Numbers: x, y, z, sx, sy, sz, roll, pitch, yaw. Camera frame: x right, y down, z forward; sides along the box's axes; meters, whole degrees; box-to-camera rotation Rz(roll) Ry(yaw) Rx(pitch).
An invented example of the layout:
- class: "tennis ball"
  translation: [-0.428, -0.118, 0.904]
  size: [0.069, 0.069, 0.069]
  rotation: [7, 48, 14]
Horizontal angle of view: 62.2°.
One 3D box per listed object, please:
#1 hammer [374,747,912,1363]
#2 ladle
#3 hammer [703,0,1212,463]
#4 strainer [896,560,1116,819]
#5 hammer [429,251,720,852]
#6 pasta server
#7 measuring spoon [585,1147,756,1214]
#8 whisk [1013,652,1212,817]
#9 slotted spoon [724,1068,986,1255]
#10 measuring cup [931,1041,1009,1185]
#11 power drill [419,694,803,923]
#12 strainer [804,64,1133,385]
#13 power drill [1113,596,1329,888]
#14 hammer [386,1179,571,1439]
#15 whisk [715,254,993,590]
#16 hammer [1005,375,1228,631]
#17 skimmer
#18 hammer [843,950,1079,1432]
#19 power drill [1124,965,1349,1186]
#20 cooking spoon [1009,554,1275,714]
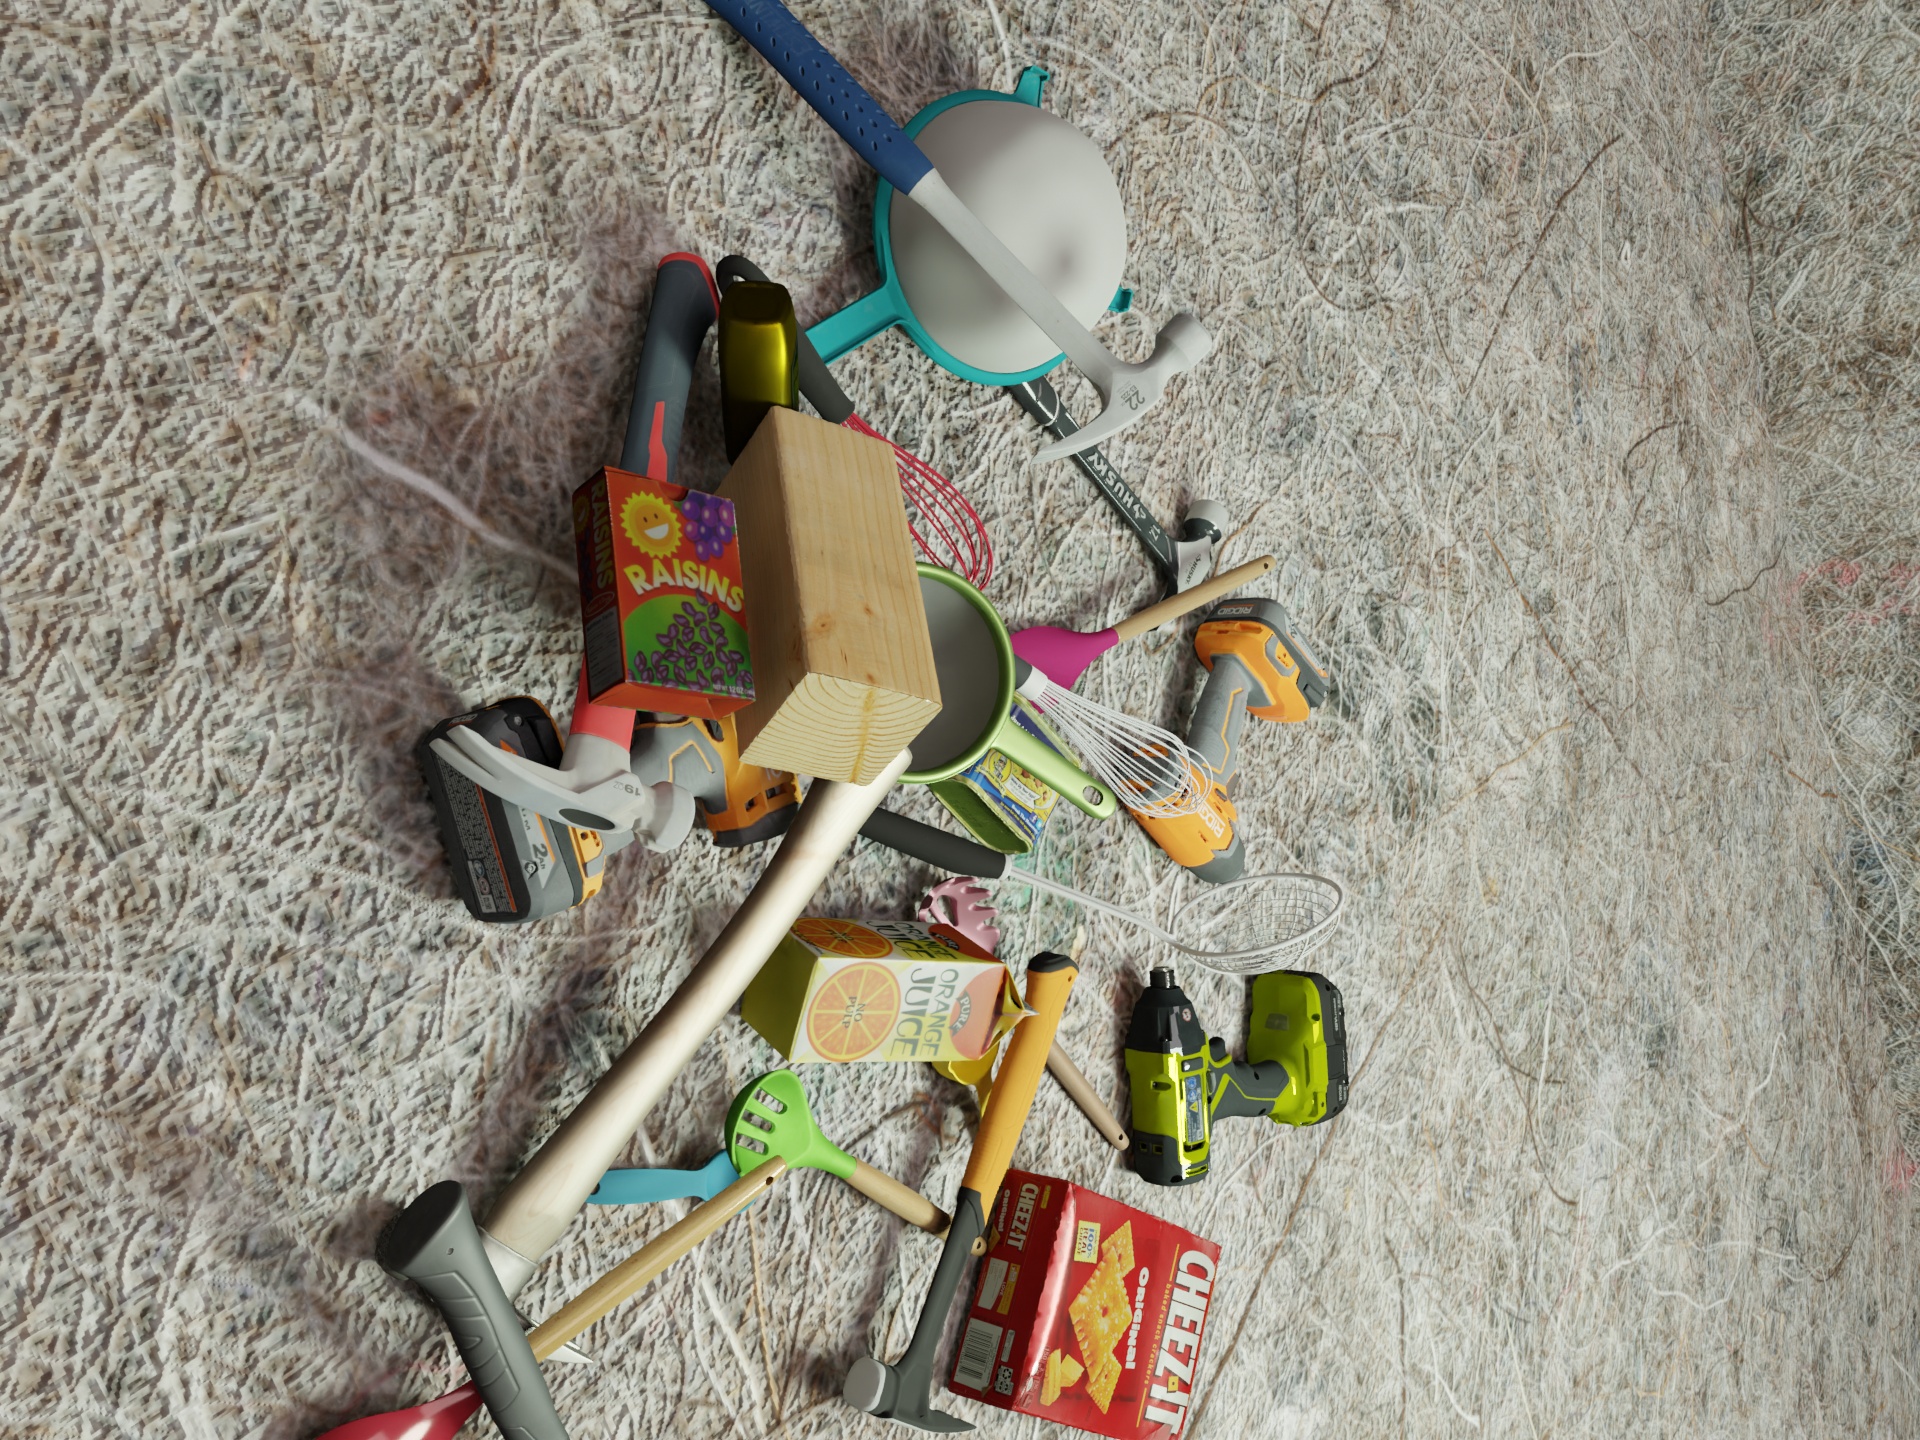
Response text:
- class: "hammer"
  translation: [-0.153, 0.177, 0.941]
  size: [0.411, 0.038, 0.146]
  rotation: [-53, 124, -18]
- class: "ladle"
  translation: [-0.223, 0.337, 0.877]
  size: [0.315, 0.031, 0.069]
  rotation: [-32, 121, -29]
- class: "hammer"
  translation: [-0.022, -0.345, 1.052]
  size: [0.405, 0.035, 0.144]
  rotation: [45, 84, -2]
- class: "strainer"
  translation: [-0.002, -0.004, 1.111]
  size: [0.256, 0.069, 0.151]
  rotation: [35, 75, -20]
- class: "hammer"
  translation: [-0.197, -0.124, 0.911]
  size: [0.143, 0.038, 0.387]
  rotation: [27, 54, -38]
- class: "pasta server"
  translation: [0.055, 0.230, 1.202]
  size: [0.060, 0.040, 0.316]
  rotation: [-48, 121, -22]
- class: "measuring spoon"
  translation: [-0.183, 0.285, 0.982]
  size: [0.128, 0.021, 0.042]
  rotation: [9, 80, -35]
- class: "whisk"
  translation: [0.076, -0.010, 1.199]
  size: [0.284, 0.070, 0.070]
  rotation: [35, 63, -19]
- class: "slotted spoon"
  translation: [-0.063, 0.307, 1.057]
  size: [0.313, 0.031, 0.070]
  rotation: [46, 61, -45]
- class: "measuring cup"
  translation: [0.010, 0.276, 1.169]
  size: [0.062, 0.029, 0.156]
  rotation: [-34, 122, -42]
- class: "power drill"
  translation: [-0.199, 0.006, 0.941]
  size: [0.226, 0.084, 0.185]
  rotation: [-22, 100, -47]
- class: "strainer"
  translation: [0.004, -0.315, 1.111]
  size: [0.340, 0.095, 0.210]
  rotation: [-38, 116, -27]
- class: "power drill"
  translation: [0.232, 0.025, 1.364]
  size: [0.164, 0.084, 0.226]
  rotation: [48, 61, -32]
- class: "hammer"
  translation: [-0.223, 0.374, 0.848]
  size: [0.146, 0.035, 0.334]
  rotation: [-31, 124, -31]
- class: "whisk"
  translation: [-0.069, -0.191, 1.070]
  size: [0.295, 0.073, 0.073]
  rotation: [51, 55, -31]
- class: "hammer"
  translation: [0.078, -0.231, 1.261]
  size: [0.408, 0.036, 0.149]
  rotation: [43, 60, -33]
- class: "skimmer"
  translation: [0.096, 0.098, 1.131]
  size: [0.363, 0.127, 0.090]
  rotation: [21, 99, -13]
- class: "hammer"
  translation: [0.020, 0.325, 1.122]
  size: [0.127, 0.034, 0.337]
  rotation: [44, 60, -46]
- class: "power drill"
  translation: [0.230, 0.284, 1.346]
  size: [0.223, 0.080, 0.171]
  rotation: [-2, 89, -42]
- class: "cooking spoon"
  translation: [0.142, -0.077, 1.284]
  size: [0.319, 0.017, 0.068]
  rotation: [-26, 107, -30]
